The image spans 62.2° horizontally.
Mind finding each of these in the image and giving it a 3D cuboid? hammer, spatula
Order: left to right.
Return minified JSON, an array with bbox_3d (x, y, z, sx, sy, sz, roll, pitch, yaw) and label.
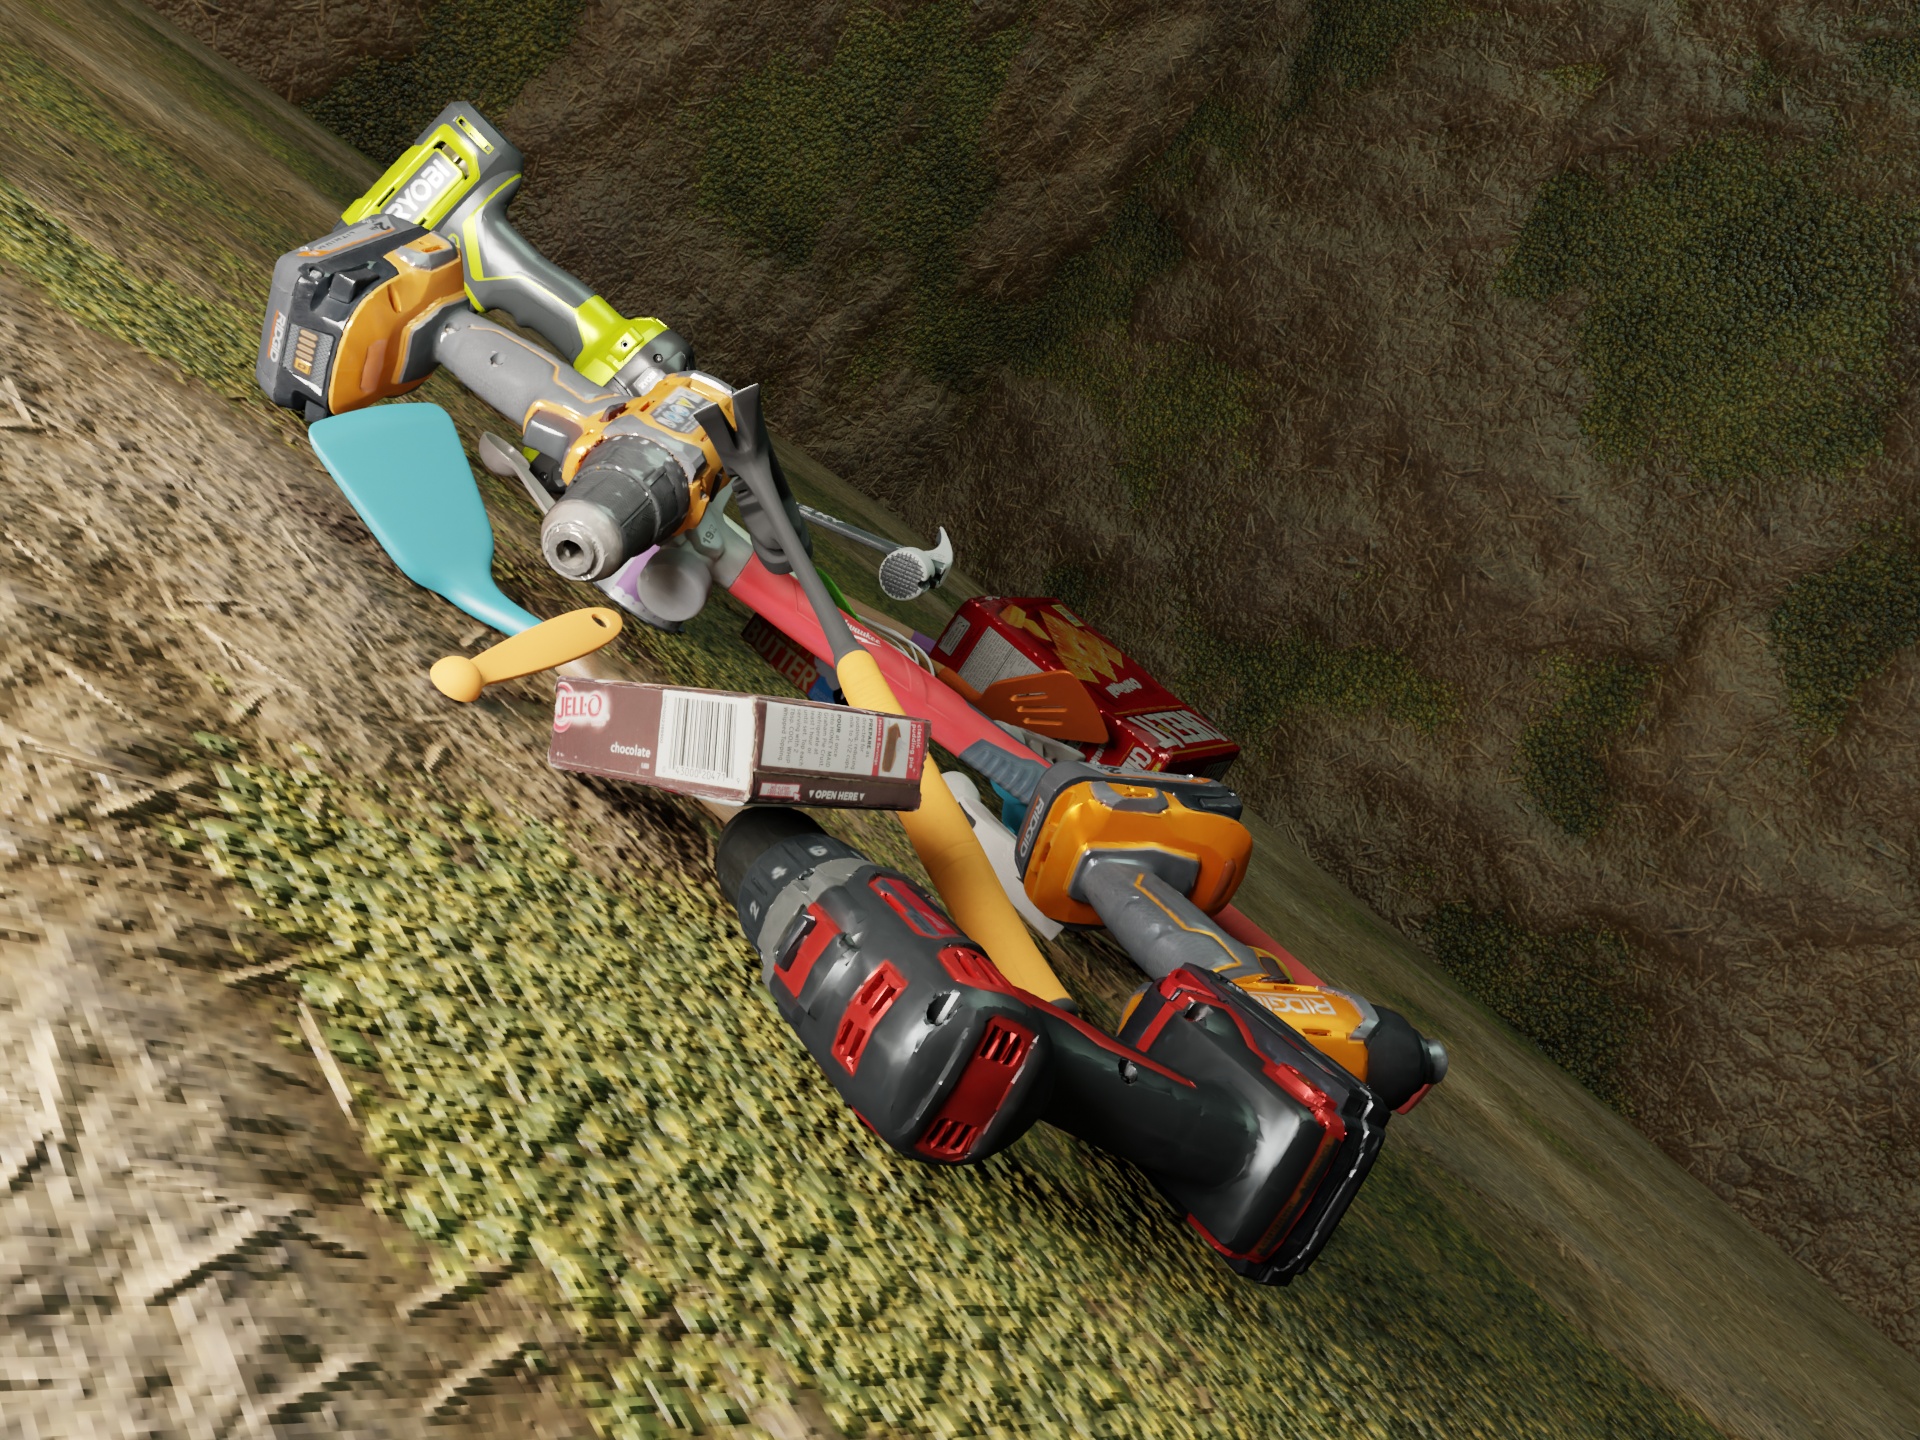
[{"bbox_3d":[-0.144,-0.018,0.672,0.317,0.044,0.082,40,28,8],"label":"spatula"},{"bbox_3d":[-0.191,-0.190,1.189,0.409,0.036,0.149,24,17,8],"label":"hammer"},{"bbox_3d":[-0.036,-0.004,0.729,0.337,0.034,0.127,61,-7,28],"label":"hammer"},{"bbox_3d":[-0.064,-0.081,1.334,0.316,0.018,0.060,25,19,-6],"label":"spatula"},{"bbox_3d":[-0.022,-0.047,1.217,0.323,0.041,0.080,27,-22,43],"label":"spatula"},{"bbox_3d":[0.001,-0.007,0.918,0.386,0.038,0.143,36,36,-13],"label":"hammer"},{"bbox_3d":[0.123,0.144,0.982,0.331,0.031,0.130,34,7,-23],"label":"hammer"},{"bbox_3d":[0.161,0.121,1.041,0.359,0.036,0.149,41,9,29],"label":"hammer"}]

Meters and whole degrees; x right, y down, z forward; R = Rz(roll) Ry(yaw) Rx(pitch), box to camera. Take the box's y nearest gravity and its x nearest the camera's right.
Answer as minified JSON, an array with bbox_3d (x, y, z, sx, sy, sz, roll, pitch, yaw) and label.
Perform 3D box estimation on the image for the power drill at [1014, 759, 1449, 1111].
[{"bbox_3d":[0.130,0.113,0.791,0.164,0.084,0.227,8,27,-22],"label":"power drill"}]

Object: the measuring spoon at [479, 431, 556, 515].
[{"bbox_3d":[-0.262,-0.134,0.973,0.124,0.018,0.034,49,12,28],"label":"measuring spoon"}]

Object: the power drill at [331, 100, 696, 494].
[{"bbox_3d":[-0.299,-0.260,1.035,0.223,0.171,0.080,45,6,-8],"label":"power drill"}]

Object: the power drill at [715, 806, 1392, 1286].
[{"bbox_3d":[0.022,0.106,0.569,0.226,0.080,0.188,27,4,-33],"label":"power drill"}]

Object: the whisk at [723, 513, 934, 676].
[{"bbox_3d":[-0.115,-0.087,1.145,0.246,0.058,0.059,39,26,-20],"label":"whisk"}]

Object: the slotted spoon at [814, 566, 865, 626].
[{"bbox_3d":[-0.002,-0.003,1.044,0.314,0.031,0.070,38,-24,25],"label":"slotted spoon"}]

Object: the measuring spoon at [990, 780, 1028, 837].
[{"bbox_3d":[0.031,0.057,1.025,0.042,0.021,0.128,39,-19,15],"label":"measuring spoon"}]

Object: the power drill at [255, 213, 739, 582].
[{"bbox_3d":[-0.229,-0.155,0.790,0.226,0.084,0.185,26,32,-3],"label":"power drill"}]

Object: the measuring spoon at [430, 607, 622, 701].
[{"bbox_3d":[-0.166,-0.030,0.627,0.021,0.011,0.117,44,27,5],"label":"measuring spoon"}]
